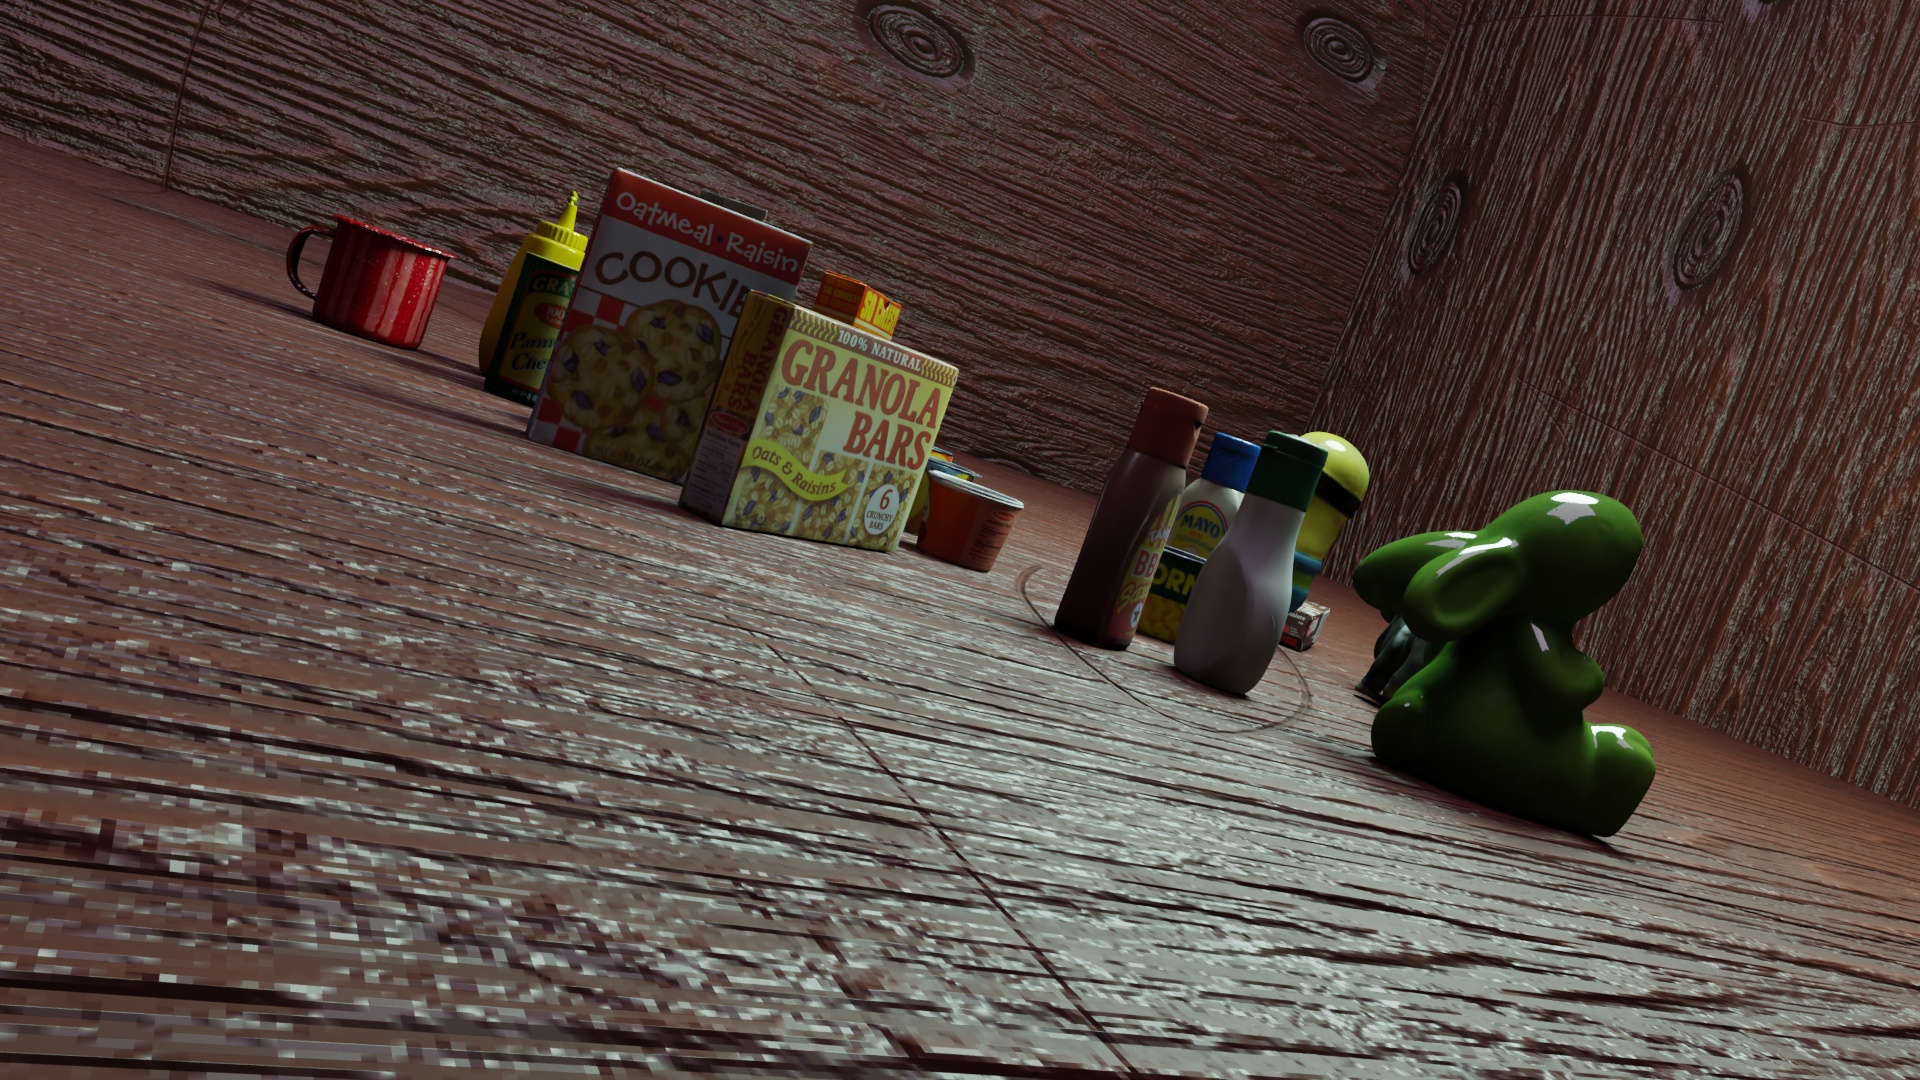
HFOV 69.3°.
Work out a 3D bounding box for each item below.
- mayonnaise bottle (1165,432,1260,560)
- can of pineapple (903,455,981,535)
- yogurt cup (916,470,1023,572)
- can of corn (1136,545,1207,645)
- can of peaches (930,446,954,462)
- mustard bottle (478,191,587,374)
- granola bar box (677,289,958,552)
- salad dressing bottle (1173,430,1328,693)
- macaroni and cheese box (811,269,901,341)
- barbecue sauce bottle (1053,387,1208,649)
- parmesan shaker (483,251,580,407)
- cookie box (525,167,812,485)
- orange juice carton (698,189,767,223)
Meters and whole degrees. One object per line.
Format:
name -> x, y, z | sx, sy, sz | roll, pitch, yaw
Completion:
mayonnaise bottle -> 0.188, -0.008, 1.067 | 0.065, 0.148, 0.041 | 22, 5, 23
can of pineapple -> -0.027, -0.035, 1.058 | 0.071, 0.058, 0.071 | 19, 5, -2
yogurt cup -> 0.003, -0.012, 0.956 | 0.072, 0.054, 0.072 | 19, 5, -2
can of corn -> 0.143, 0.036, 0.939 | 0.071, 0.058, 0.071 | 19, 5, -2
can of peaches -> -0.048, -0.063, 1.269 | 0.071, 0.058, 0.071 | 19, 5, -2
mustard bottle -> -0.330, -0.200, 1.101 | 0.049, 0.160, 0.065 | 22, 5, 24
granola bar box -> -0.078, -0.063, 0.804 | 0.039, 0.124, 0.165 | 22, 6, 31
salad dressing bottle -> 0.168, 0.012, 0.795 | 0.044, 0.147, 0.064 | 17, 5, -28
macaroni and cheese box -> -0.103, -0.127, 1.134 | 0.040, 0.166, 0.124 | 20, 5, 9
barbecue sauce bottle -> 0.100, -0.013, 0.800 | 0.044, 0.148, 0.065 | 22, 5, 24
parmesan shaker -> -0.294, -0.148, 1.005 | 0.071, 0.103, 0.071 | 19, 5, -2
cookie box -> -0.176, -0.124, 0.840 | 0.123, 0.167, 0.040 | 18, 5, -22
orange juice carton -> -0.204, -0.169, 1.064 | 0.072, 0.192, 0.073 | 22, 5, 30
